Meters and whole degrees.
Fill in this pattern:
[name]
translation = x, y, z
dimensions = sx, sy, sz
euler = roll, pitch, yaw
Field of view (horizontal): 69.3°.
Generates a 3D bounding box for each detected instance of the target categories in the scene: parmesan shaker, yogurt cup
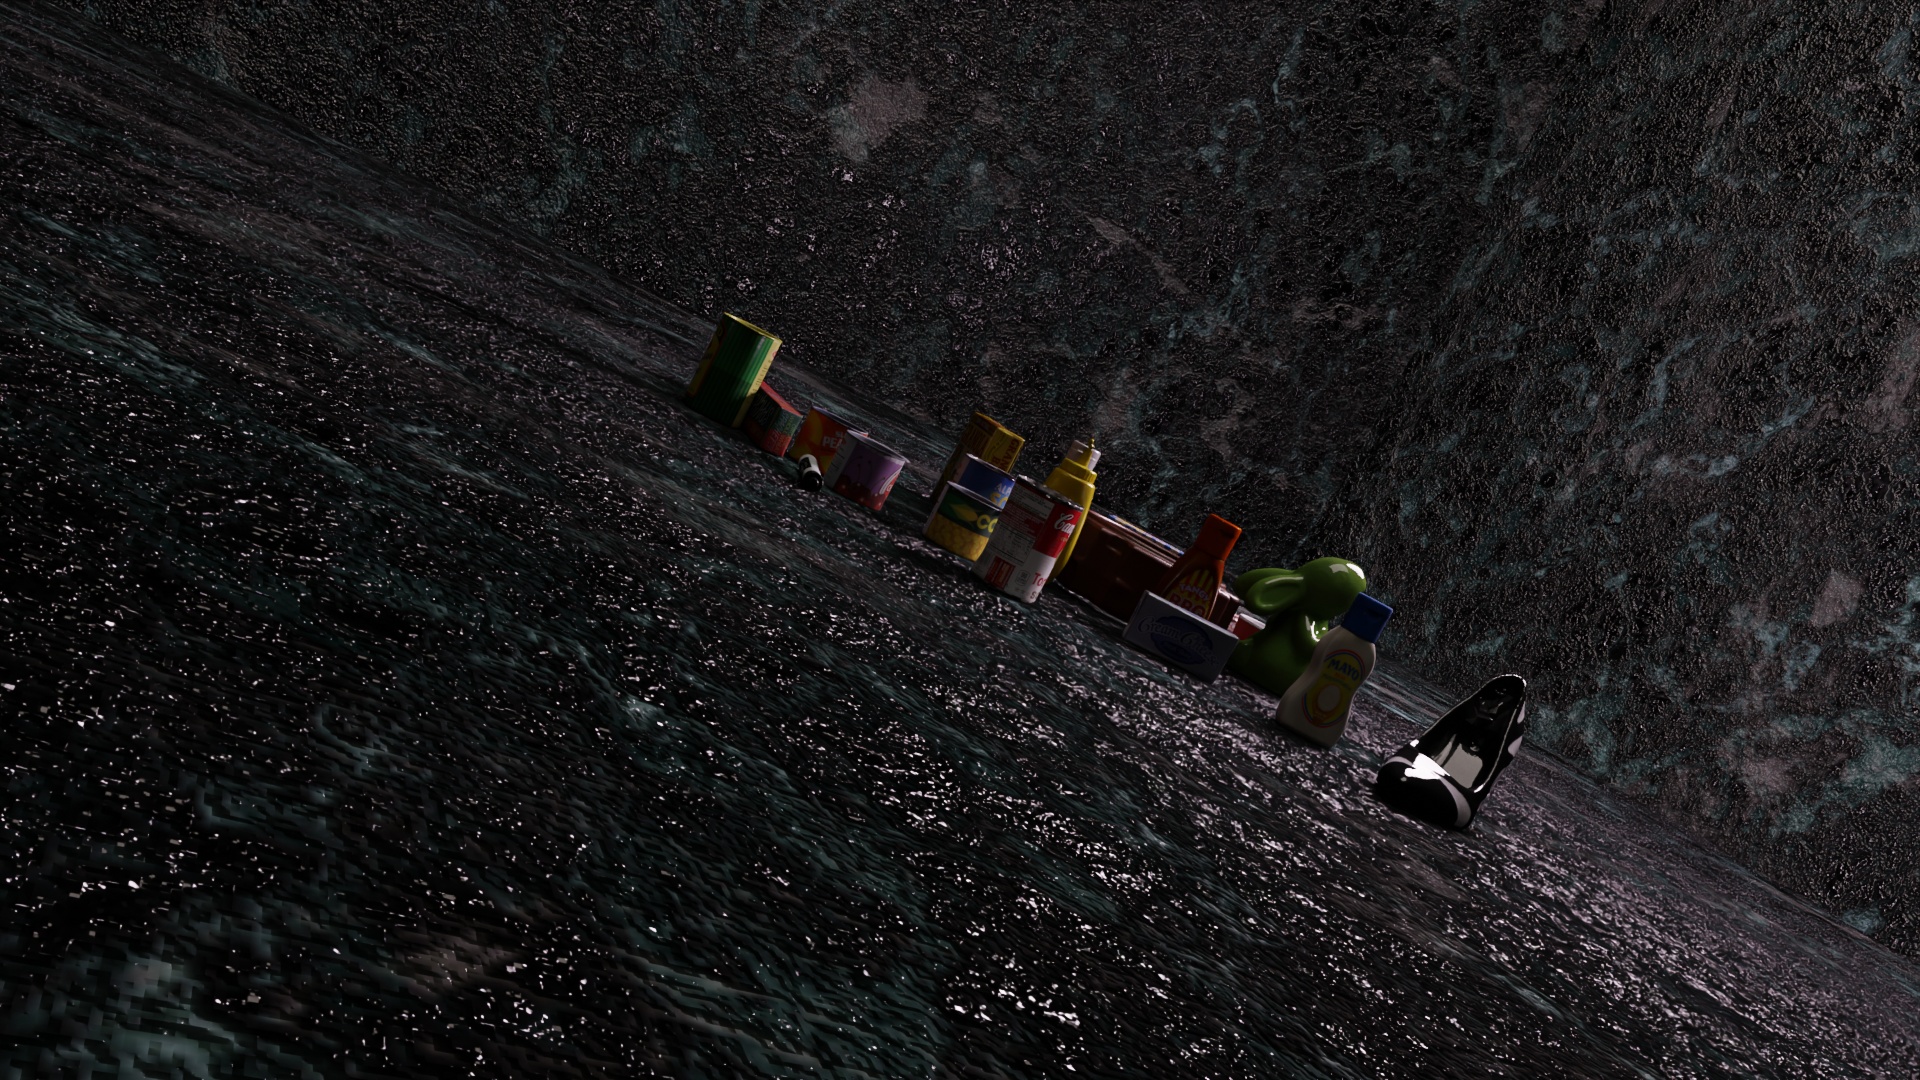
[parmesan shaker]
translation = -0.237, -0.175, 1.434
dimensions = 0.071, 0.103, 0.071
euler = 27, 6, -3
[yogurt cup]
translation = 0.357, 0.128, 1.685
dimensions = 0.072, 0.054, 0.072
euler = 27, 6, -3

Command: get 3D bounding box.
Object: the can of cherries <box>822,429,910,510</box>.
[can of cherries]
translation = -0.094, -0.068, 1.377
dimensions = 0.071, 0.058, 0.071
euler = 27, 6, -3

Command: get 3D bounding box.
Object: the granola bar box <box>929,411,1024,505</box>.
[granola bar box]
translation = 0.018, -0.082, 1.642
dimensions = 0.039, 0.124, 0.166
euler = 26, 6, -13

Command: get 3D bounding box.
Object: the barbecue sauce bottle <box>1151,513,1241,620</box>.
[barbecue sauce bottle]
translation = 0.238, 0.045, 1.429
dimensions = 0.065, 0.148, 0.044
euler = 26, 6, -11

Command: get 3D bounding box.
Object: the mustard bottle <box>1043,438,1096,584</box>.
[mustard bottle]
translation = 0.106, -0.035, 1.469
dimensions = 0.065, 0.160, 0.049
euler = 27, 6, -3

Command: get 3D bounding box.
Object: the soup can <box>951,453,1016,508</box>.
[soup can]
translation = 0.018, -0.042, 1.511
dimensions = 0.071, 0.083, 0.071
euler = 27, 6, -3

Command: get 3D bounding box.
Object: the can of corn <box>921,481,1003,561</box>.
[can of corn]
translation = 0.005, -0.017, 1.377
dimensions = 0.071, 0.058, 0.071
euler = 27, 6, -3

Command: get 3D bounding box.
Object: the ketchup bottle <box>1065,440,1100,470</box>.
[ketchup bottle]
translation = 0.120, -0.048, 1.682
dimensions = 0.065, 0.148, 0.043
euler = 29, 6, 14

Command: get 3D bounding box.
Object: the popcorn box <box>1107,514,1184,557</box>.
[popcorn box]
translation = 0.225, 0.034, 1.749
dimensions = 0.127, 0.085, 0.038
euler = 29, 6, 12

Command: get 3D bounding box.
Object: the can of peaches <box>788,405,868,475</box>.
[can of peaches]
translation = -0.137, -0.100, 1.452
dimensions = 0.071, 0.058, 0.071
euler = 27, 6, -3

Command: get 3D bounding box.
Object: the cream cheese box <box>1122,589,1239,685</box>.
[cream cheese box]
translation = 0.217, 0.095, 1.372
dimensions = 0.104, 0.053, 0.024
euler = 27, 6, -2

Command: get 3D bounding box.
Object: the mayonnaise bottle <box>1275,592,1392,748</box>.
[mayonnaise bottle]
translation = 0.363, 0.122, 1.333
dimensions = 0.065, 0.148, 0.041
euler = 27, 6, 0

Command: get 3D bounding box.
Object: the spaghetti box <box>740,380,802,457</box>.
[spaghetti box]
translation = -0.220, -0.143, 1.490
dimensions = 0.028, 0.050, 0.250
euler = 25, 7, -26
